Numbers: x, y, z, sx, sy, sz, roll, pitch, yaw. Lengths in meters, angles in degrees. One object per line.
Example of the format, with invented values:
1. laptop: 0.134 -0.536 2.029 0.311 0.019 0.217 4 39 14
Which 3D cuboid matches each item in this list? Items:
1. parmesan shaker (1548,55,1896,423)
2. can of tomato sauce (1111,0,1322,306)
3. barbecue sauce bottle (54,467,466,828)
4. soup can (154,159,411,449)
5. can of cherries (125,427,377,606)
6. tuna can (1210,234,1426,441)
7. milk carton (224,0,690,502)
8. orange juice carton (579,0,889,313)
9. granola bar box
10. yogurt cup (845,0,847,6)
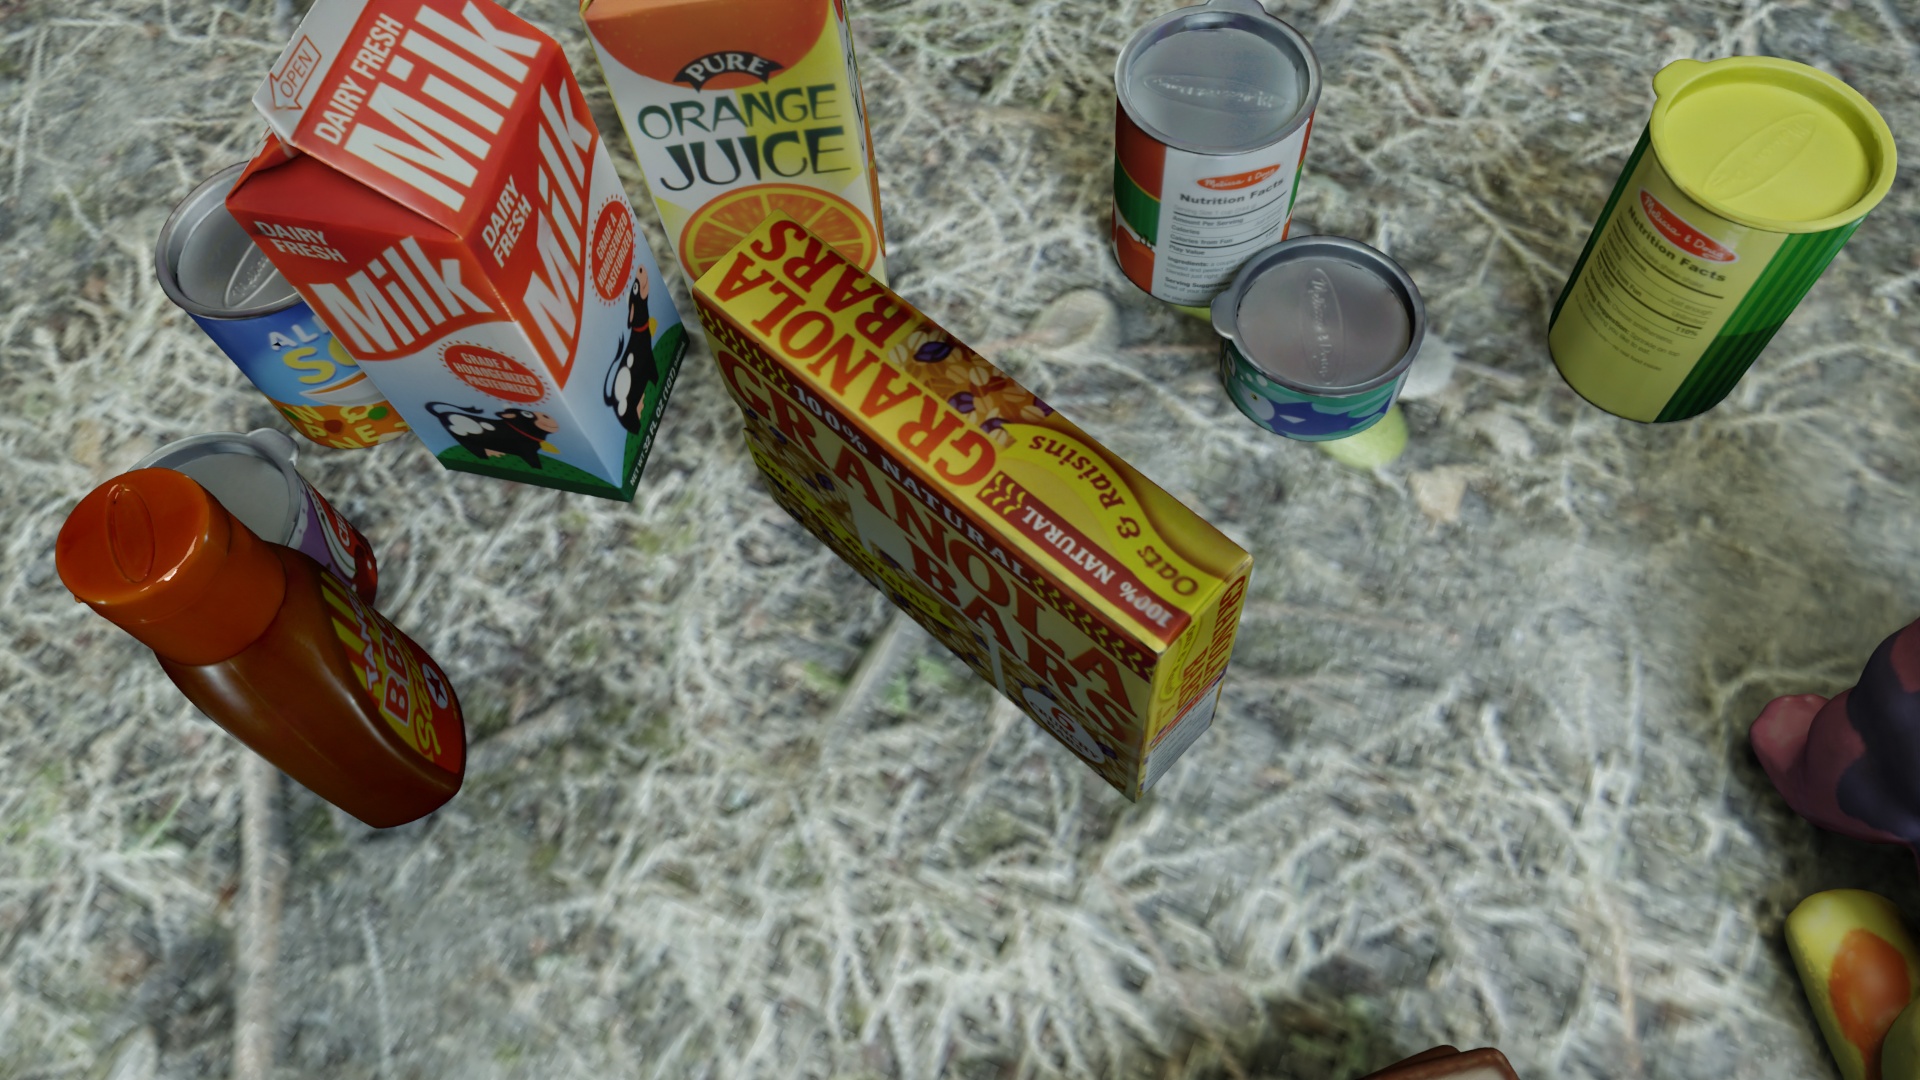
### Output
1. parmesan shaker: 0.234 -0.094 0.443 0.071 0.102 0.071 -2 63 4
2. can of tomato sauce: 0.086 -0.134 0.486 0.071 0.082 0.071 -2 63 4
3. barbecue sauce bottle: -0.187 0.031 0.385 0.044 0.148 0.065 -24 64 -8
4. soup can: -0.220 -0.079 0.481 0.071 0.083 0.071 -2 63 4
5. can of cherries: -0.232 0.006 0.452 0.071 0.058 0.072 -2 63 4
6. tuna can: 0.121 -0.069 0.479 0.071 0.032 0.071 -2 63 3
7. milk carton: -0.149 -0.090 0.421 0.073 0.189 0.072 10 64 9
8. orange juice carton: -0.071 -0.157 0.449 0.073 0.192 0.072 -7 63 1
9. granola bar box: 0.001 -0.005 0.403 0.166 0.123 0.039 39 72 21
10. yogurt cup: -0.075 -0.190 0.544 0.072 0.053 0.072 -2 63 3
